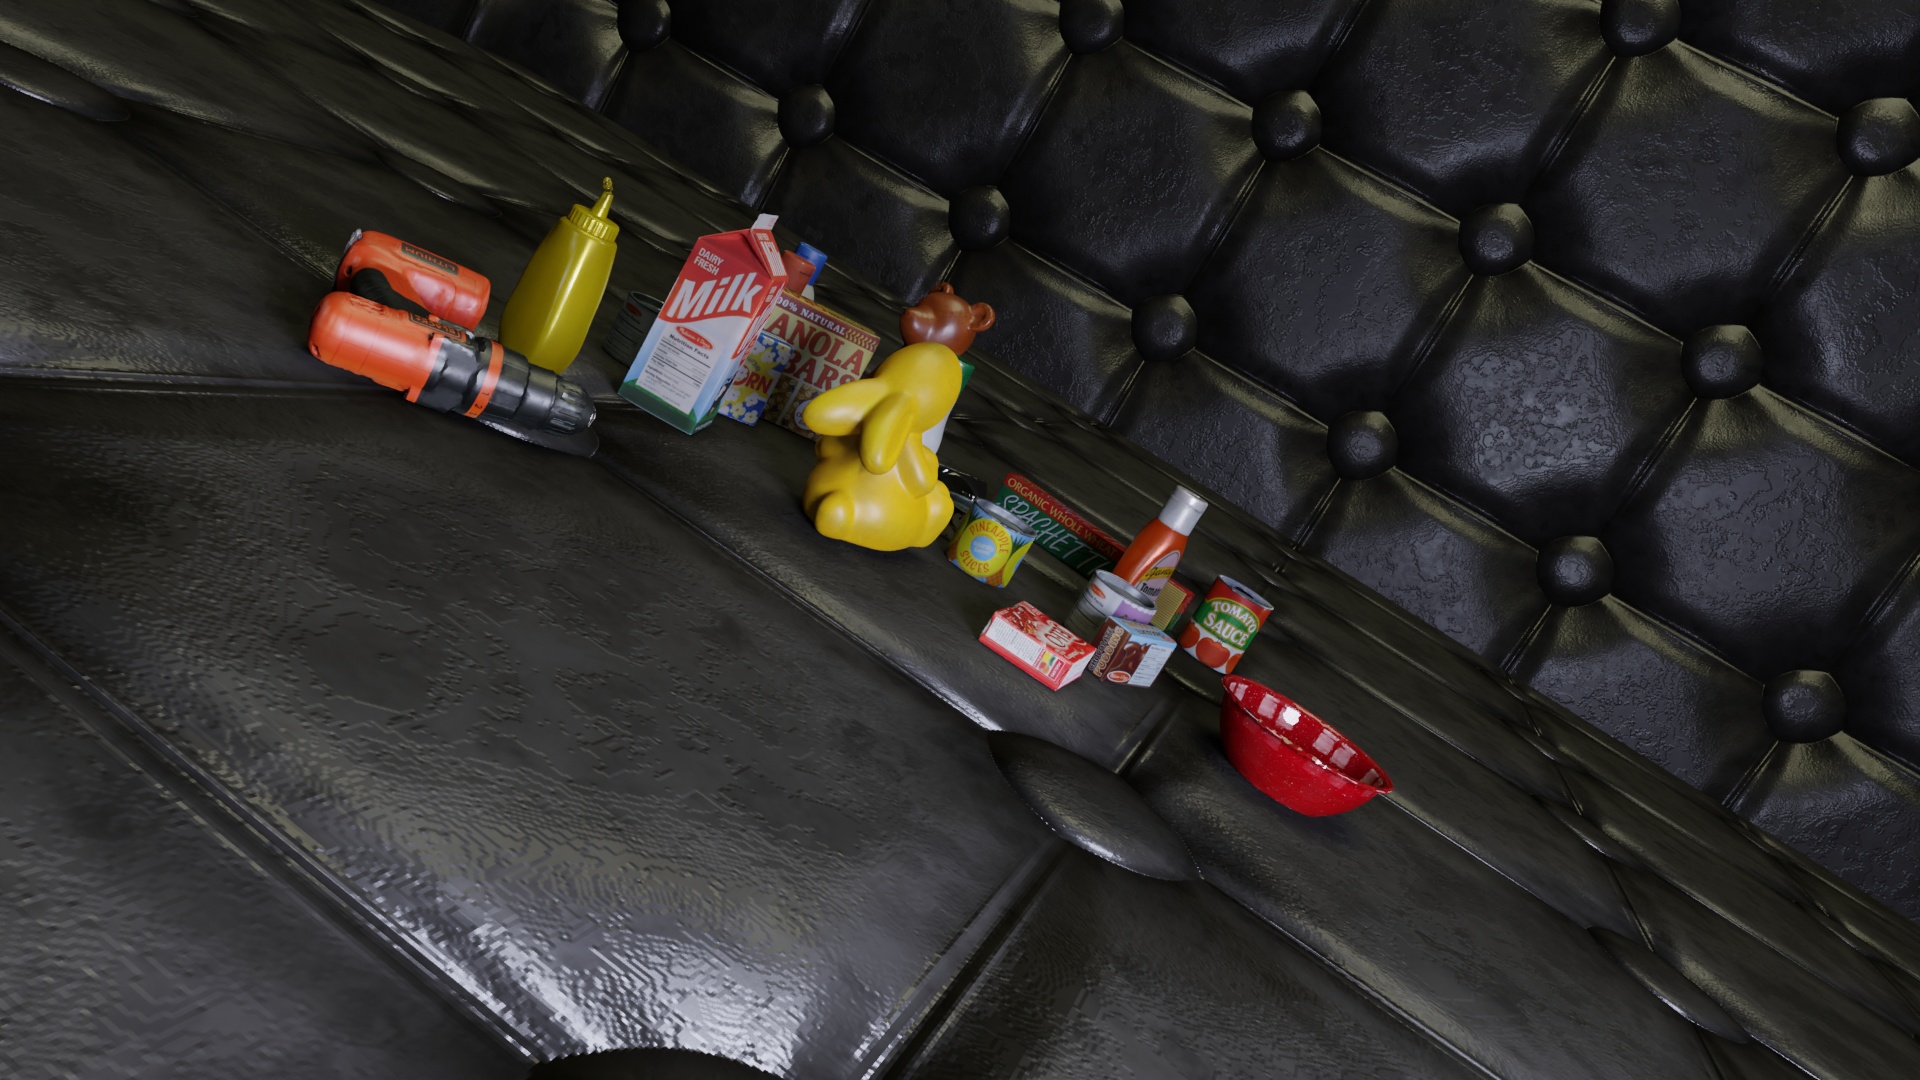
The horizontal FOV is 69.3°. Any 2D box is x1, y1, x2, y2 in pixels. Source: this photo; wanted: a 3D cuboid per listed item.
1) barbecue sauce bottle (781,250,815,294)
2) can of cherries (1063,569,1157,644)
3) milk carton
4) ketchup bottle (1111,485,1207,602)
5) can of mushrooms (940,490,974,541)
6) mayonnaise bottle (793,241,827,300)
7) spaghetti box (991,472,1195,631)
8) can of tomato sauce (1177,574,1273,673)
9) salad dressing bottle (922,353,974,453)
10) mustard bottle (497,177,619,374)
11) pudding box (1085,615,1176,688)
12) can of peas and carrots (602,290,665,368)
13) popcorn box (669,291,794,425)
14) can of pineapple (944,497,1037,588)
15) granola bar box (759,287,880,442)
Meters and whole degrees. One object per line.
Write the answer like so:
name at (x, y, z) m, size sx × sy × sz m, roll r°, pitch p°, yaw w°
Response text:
barbecue sauce bottle at (-0.198, -0.223, 1.416) m, size 0.044 × 0.148 × 0.065 m, roll 39°, pitch 14°, yaw 35°
can of cherries at (0.137, 0.069, 1.255) m, size 0.071 × 0.058 × 0.071 m, roll 29°, pitch 12°, yaw -7°
milk carton at (-0.207, -0.191, 1.175) m, size 0.073 × 0.190 × 0.072 m, roll 30°, pitch 12°, yaw -3°
ketchup bottle at (0.189, 0.017, 1.370) m, size 0.065 × 0.148 × 0.043 m, roll 16°, pitch 19°, yaw -50°
can of mushrooms at (0.005, -0.017, 1.344) m, size 0.071 × 0.033 × 0.071 m, roll 29°, pitch 12°, yaw -7°
mayonnaise bottle at (-0.203, -0.268, 1.584) m, size 0.065 × 0.147 × 0.041 m, roll 34°, pitch 12°, yaw 16°
spaghetti box at (0.138, 0.010, 1.509) m, size 0.250 × 0.050 × 0.029 m, roll 36°, pitch 13°, yaw 23°
can of tomato sauce at (0.274, 0.087, 1.442) m, size 0.071 × 0.083 × 0.071 m, roll 29°, pitch 12°, yaw -7°
salad dressing bottle at (-0.038, -0.117, 1.375) m, size 0.044 × 0.147 × 0.064 m, roll 21°, pitch 15°, yaw -39°
mustard bottle at (-0.306, -0.210, 1.090) m, size 0.065 × 0.160 × 0.049 m, roll 37°, pitch 13°, yaw 29°
pudding box at (0.145, 0.096, 1.186) m, size 0.030 × 0.049 × 0.084 m, roll 39°, pitch 15°, yaw 36°
can of peas and carrots at (-0.288, -0.190, 1.289) m, size 0.071 × 0.058 × 0.071 m, roll 29°, pitch 12°, yaw -7°
popcorn box at (-0.226, -0.166, 1.275) m, size 0.127 × 0.085 × 0.038 m, roll 19°, pitch 17°, yaw -43°
can of pineapple at (0.027, 0.003, 1.262) m, size 0.071 × 0.057 × 0.071 m, roll 29°, pitch 12°, yaw -7°
granola bar box at (-0.178, -0.181, 1.354) m, size 0.165 × 0.124 × 0.039 m, roll 22°, pitch 14°, yaw -33°
